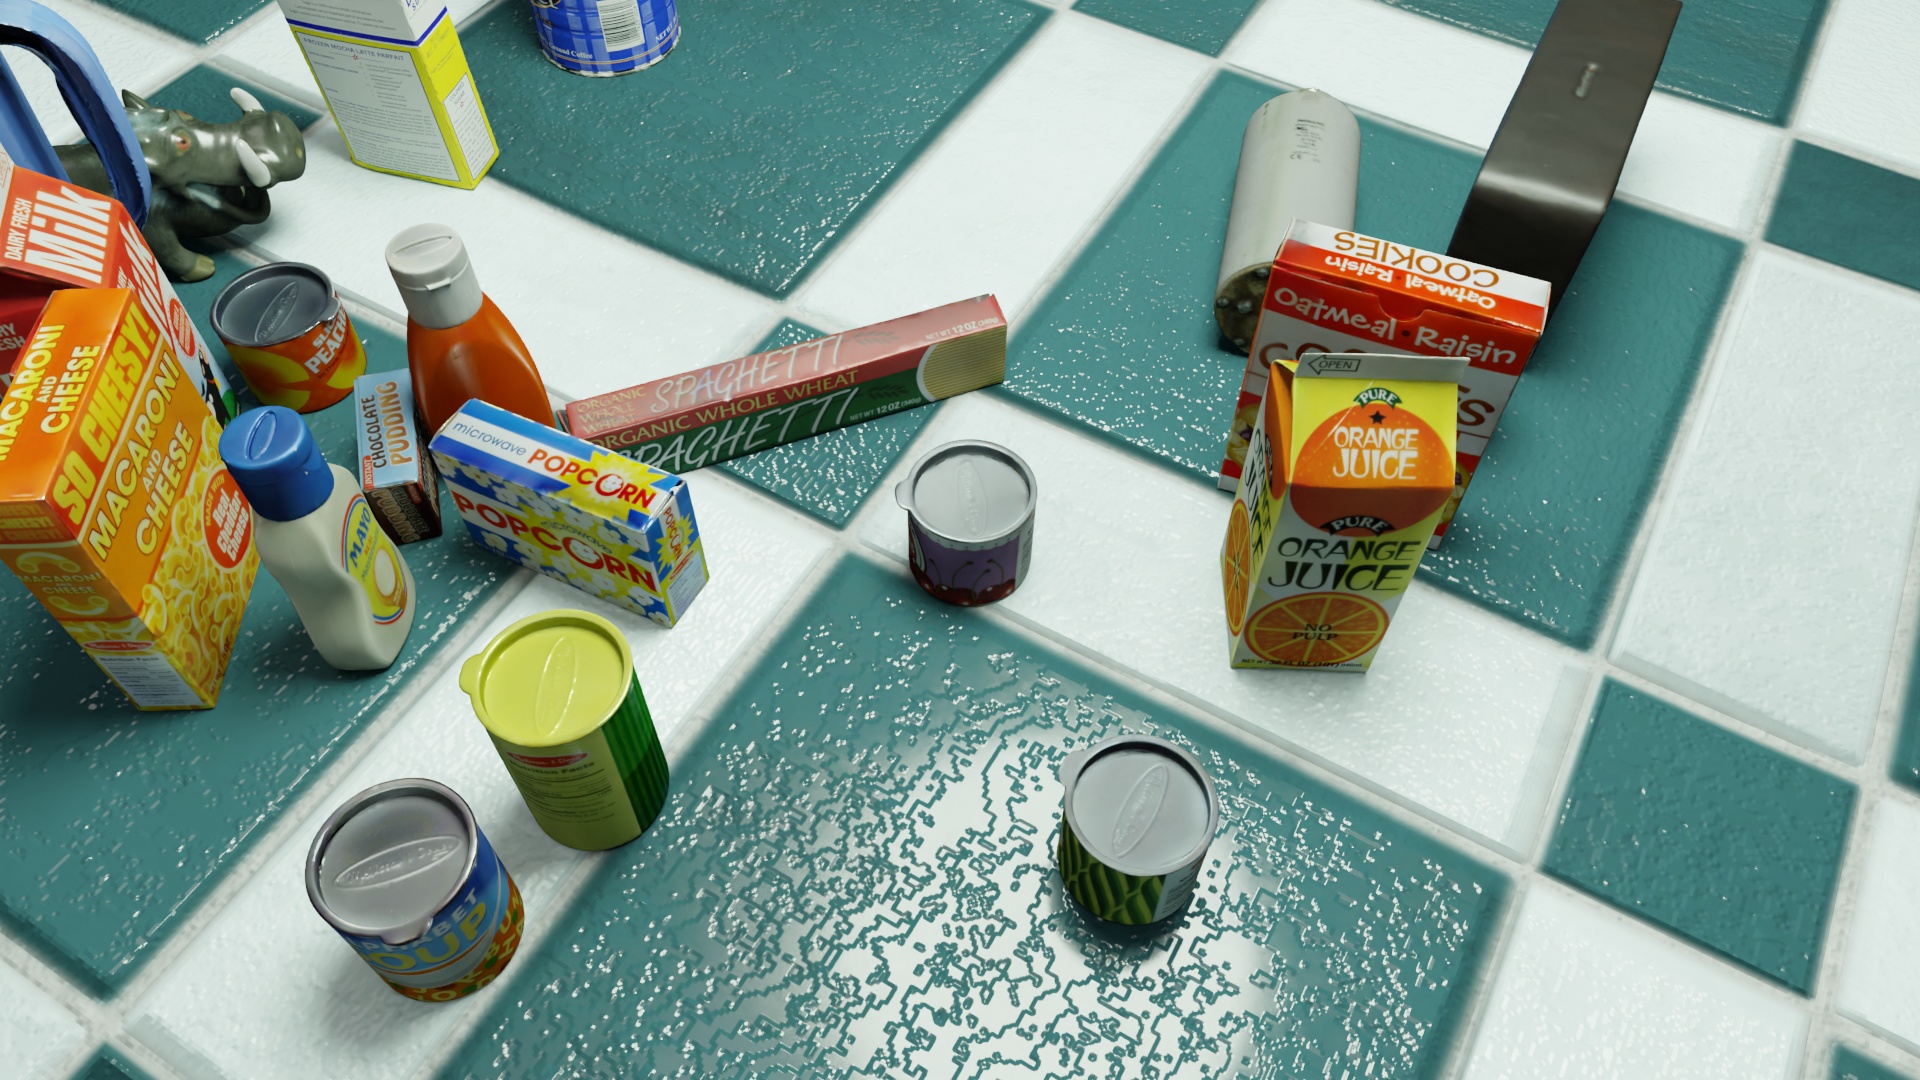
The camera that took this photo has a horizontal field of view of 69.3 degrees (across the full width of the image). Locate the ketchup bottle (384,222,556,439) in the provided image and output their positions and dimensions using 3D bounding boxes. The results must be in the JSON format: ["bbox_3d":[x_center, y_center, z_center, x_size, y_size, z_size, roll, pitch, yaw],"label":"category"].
[{"bbox_3d":[-0.256,-0.096,0.719,0.065,0.148,0.044,-23,57,-17],"label":"ketchup bottle"}]

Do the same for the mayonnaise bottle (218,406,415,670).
[{"bbox_3d":[-0.297,-0.001,0.648,0.041,0.147,0.065,-1,54,-1],"label":"mayonnaise bottle"}]

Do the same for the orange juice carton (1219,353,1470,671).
[{"bbox_3d":[0.173,-0.019,0.642,0.072,0.191,0.073,2,54,1],"label":"orange juice carton"}]

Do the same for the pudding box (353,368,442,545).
[{"bbox_3d":[-0.301,-0.046,0.742,0.030,0.049,0.084,-13,55,-10],"label":"pudding box"}]

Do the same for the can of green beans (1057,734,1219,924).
[{"bbox_3d":[0.077,0.128,0.614,0.071,0.057,0.071,1,53,-1],"label":"can of green beans"}]

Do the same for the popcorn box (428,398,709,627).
[{"bbox_3d":[-0.195,-0.014,0.698,0.127,0.084,0.038,21,56,14],"label":"popcorn box"}]

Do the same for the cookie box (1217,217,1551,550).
[{"bbox_3d":[0.205,-0.073,0.699,0.123,0.166,0.040,17,55,12],"label":"cookie box"}]

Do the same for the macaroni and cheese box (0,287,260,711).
[{"bbox_3d":[-0.384,-0.015,0.645,0.040,0.165,0.124,-2,54,-3],"label":"macaroni and cheese box"}]

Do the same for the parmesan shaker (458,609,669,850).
[{"bbox_3d":[-0.172,0.085,0.614,0.071,0.102,0.071,0,53,-1],"label":"parmesan shaker"}]

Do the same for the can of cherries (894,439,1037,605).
[{"bbox_3d":[0.003,-0.009,0.715,0.071,0.058,0.072,1,53,-1],"label":"can of cherries"}]

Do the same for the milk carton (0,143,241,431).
[{"bbox_3d":[-0.434,-0.100,0.693,0.073,0.189,0.072,-13,55,-10],"label":"milk carton"}]

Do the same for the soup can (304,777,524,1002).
[{"bbox_3d":[-0.223,0.149,0.577,0.071,0.083,0.072,0,53,-1],"label":"soup can"}]

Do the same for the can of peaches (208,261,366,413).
[{"bbox_3d":[-0.377,-0.114,0.787,0.071,0.057,0.071,1,53,-1],"label":"can of peaches"}]

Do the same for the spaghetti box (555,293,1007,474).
[{"bbox_3d":[-0.093,-0.082,0.773,0.251,0.050,0.029,-17,56,-13],"label":"spaghetti box"}]
